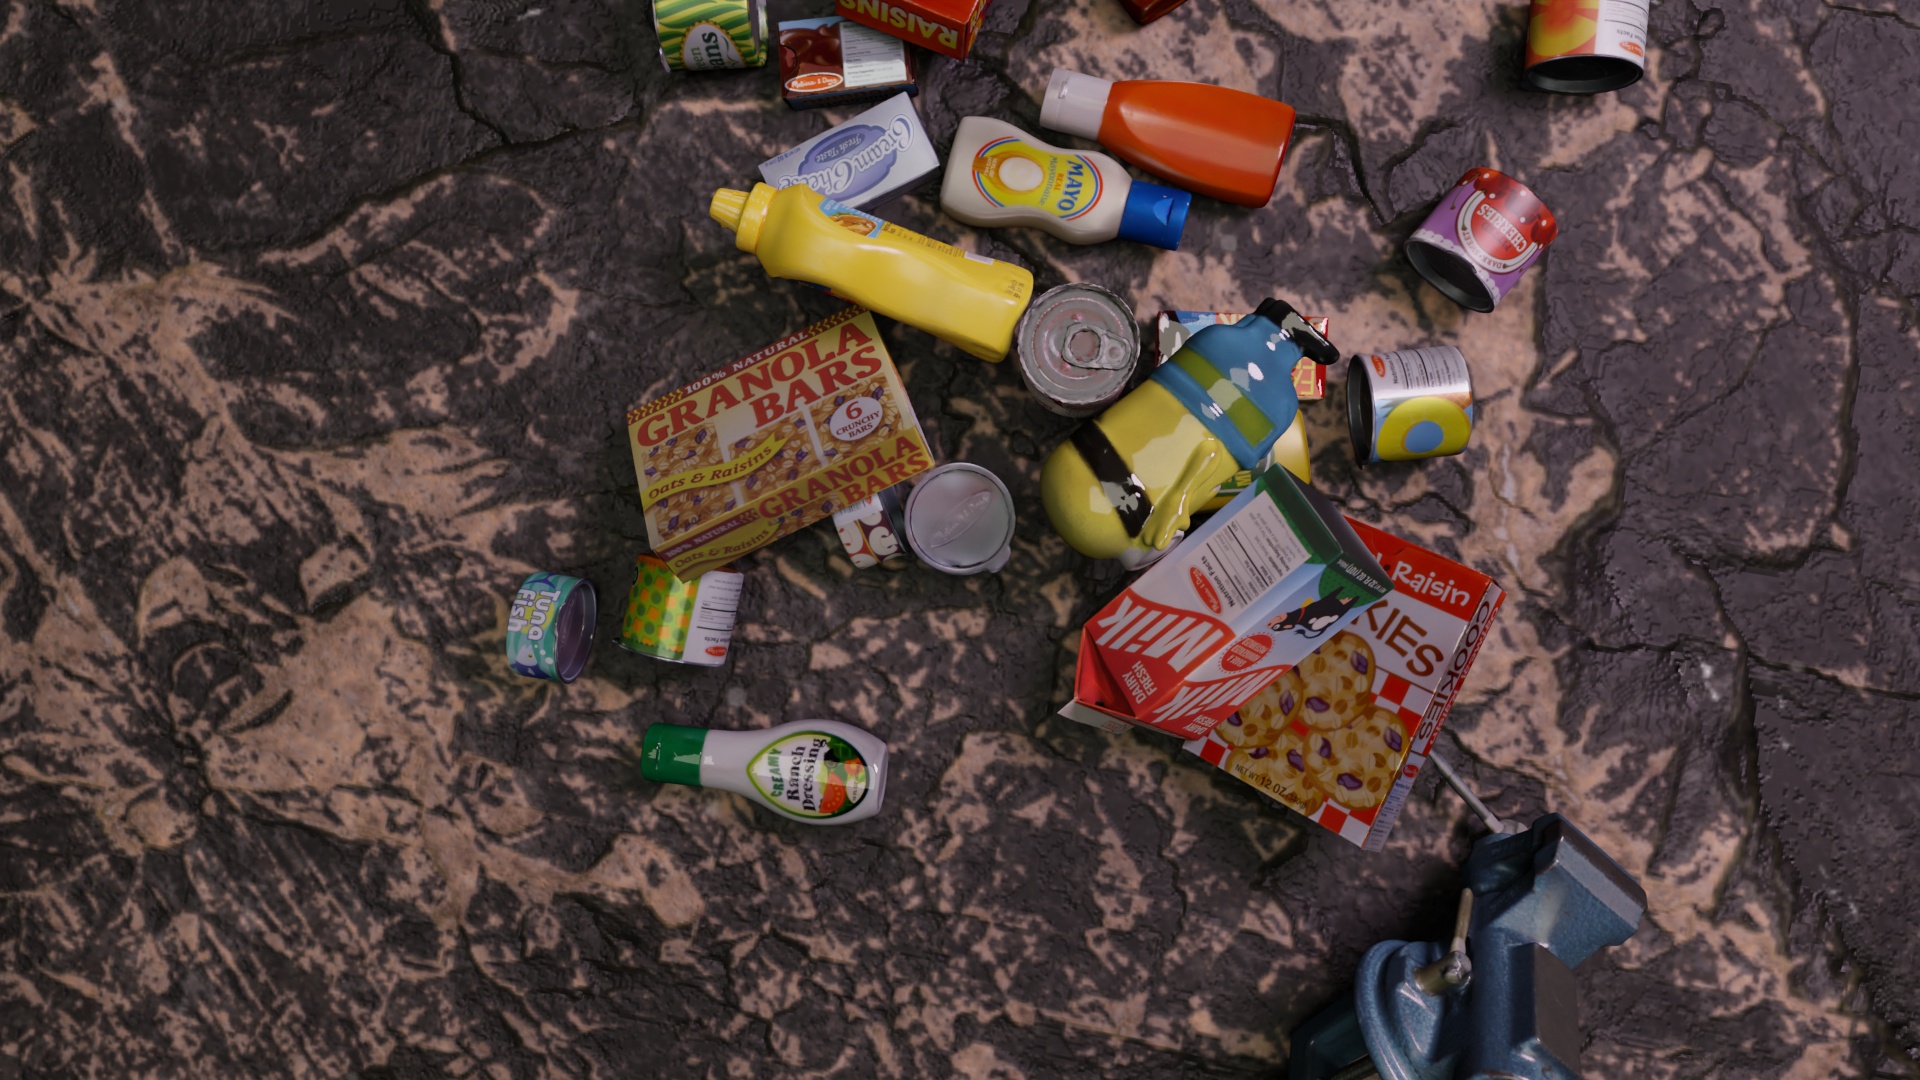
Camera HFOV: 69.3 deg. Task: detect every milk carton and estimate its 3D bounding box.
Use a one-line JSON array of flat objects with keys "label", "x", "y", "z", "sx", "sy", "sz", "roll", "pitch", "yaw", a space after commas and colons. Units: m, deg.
[{"label": "milk carton", "x": 0.143, "y": 0.051, "z": 0.801, "sx": 0.190, "sy": 0.072, "sz": 0.074, "roll": -42, "pitch": 51, "yaw": 19}]

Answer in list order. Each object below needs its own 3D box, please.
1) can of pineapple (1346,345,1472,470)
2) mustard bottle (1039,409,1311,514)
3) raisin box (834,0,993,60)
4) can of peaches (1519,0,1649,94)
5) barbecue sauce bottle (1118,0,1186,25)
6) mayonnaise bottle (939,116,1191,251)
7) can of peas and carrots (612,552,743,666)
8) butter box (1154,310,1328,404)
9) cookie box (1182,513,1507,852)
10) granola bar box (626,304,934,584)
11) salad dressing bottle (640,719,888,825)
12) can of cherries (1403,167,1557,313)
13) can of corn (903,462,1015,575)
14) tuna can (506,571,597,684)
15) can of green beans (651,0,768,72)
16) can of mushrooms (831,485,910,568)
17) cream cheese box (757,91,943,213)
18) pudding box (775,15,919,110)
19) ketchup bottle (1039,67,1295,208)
[{"label": "can of pineapple", "x": 0.265, "y": -0.079, "z": 0.826, "sx": 0.058, "sy": 0.071, "sz": 0.071, "roll": -5, "pitch": 89, "yaw": 4}, {"label": "mustard bottle", "x": 0.128, "y": -0.044, "z": 0.841, "sx": 0.160, "sy": 0.049, "sz": 0.065, "roll": -10, "pitch": 89, "yaw": 3}, {"label": "raisin box", "x": -0.013, "y": -0.361, "z": 0.841, "sx": 0.086, "sy": 0.040, "sz": 0.124, "roll": 22, "pitch": 71, "yaw": 3}, {"label": "can of peaches", "x": 0.368, "y": -0.303, "z": 0.822, "sx": 0.071, "sy": 0.071, "sz": 0.058, "roll": 6, "pitch": 90, "yaw": 4}, {"label": "barbecue sauce bottle", "x": 0.094, "y": -0.394, "z": 0.850, "sx": 0.065, "sy": 0.043, "sz": 0.148, "roll": -33, "pitch": 87, "yaw": 4}, {"label": "mayonnaise bottle", "x": 0.065, "y": -0.213, "z": 0.850, "sx": 0.148, "sy": 0.041, "sz": 0.064, "roll": 15, "pitch": 88, "yaw": 4}, {"label": "can of peas and carrots", "x": -0.173, "y": 0.041, "z": 0.850, "sx": 0.071, "sy": 0.071, "sz": 0.058, "roll": 13, "pitch": 90, "yaw": 4}, {"label": "butter box", "x": 0.171, "y": -0.112, "z": 0.851, "sx": 0.103, "sy": 0.024, "sz": 0.053, "roll": 2, "pitch": 90, "yaw": 4}, {"label": "cookie box", "x": 0.221, "y": 0.076, "z": 0.809, "sx": 0.123, "sy": 0.040, "sz": 0.167, "roll": 27, "pitch": 92, "yaw": 36}, {"label": "granola bar box", "x": -0.110, "y": -0.061, "z": 0.828, "sx": 0.165, "sy": 0.039, "sz": 0.125, "roll": -25, "pitch": 48, "yaw": 3}, {"label": "salad dressing bottle", "x": -0.121, "y": 0.139, "z": 0.856, "sx": 0.148, "sy": 0.044, "sz": 0.064, "roll": 6, "pitch": 89, "yaw": 4}, {"label": "can of cherries", "x": 0.308, "y": -0.178, "z": 0.820, "sx": 0.071, "sy": 0.071, "sz": 0.058, "roll": 41, "pitch": 92, "yaw": 3}, {"label": "can of corn", "x": 0.003, "y": -0.011, "z": 0.843, "sx": 0.071, "sy": 0.058, "sz": 0.071, "roll": 0, "pitch": 89, "yaw": 3}, {"label": "tuna can", "x": -0.251, "y": 0.053, "z": 0.852, "sx": 0.033, "sy": 0.071, "sz": 0.071, "roll": 9, "pitch": 90, "yaw": 5}, {"label": "can of green beans", "x": -0.153, "y": -0.323, "z": 0.853, "sx": 0.058, "sy": 0.071, "sz": 0.071, "roll": -2, "pitch": 90, "yaw": 3}, {"label": "can of mushrooms", "x": -0.056, "y": -0.017, "z": 0.845, "sx": 0.033, "sy": 0.071, "sz": 0.071, "roll": -20, "pitch": 88, "yaw": 5}, {"label": "cream cheese box", "x": -0.068, "y": -0.232, "z": 0.868, "sx": 0.104, "sy": 0.024, "sz": 0.053, "roll": -26, "pitch": 89, "yaw": 3}, {"label": "pudding box", "x": -0.070, "y": -0.300, "z": 0.866, "sx": 0.084, "sy": 0.030, "sz": 0.049, "roll": -6, "pitch": 90, "yaw": 4}, {"label": "ketchup bottle", "x": 0.124, "y": -0.252, "z": 0.846, "sx": 0.149, "sy": 0.043, "sz": 0.064, "roll": 17, "pitch": 87, "yaw": 4}]
